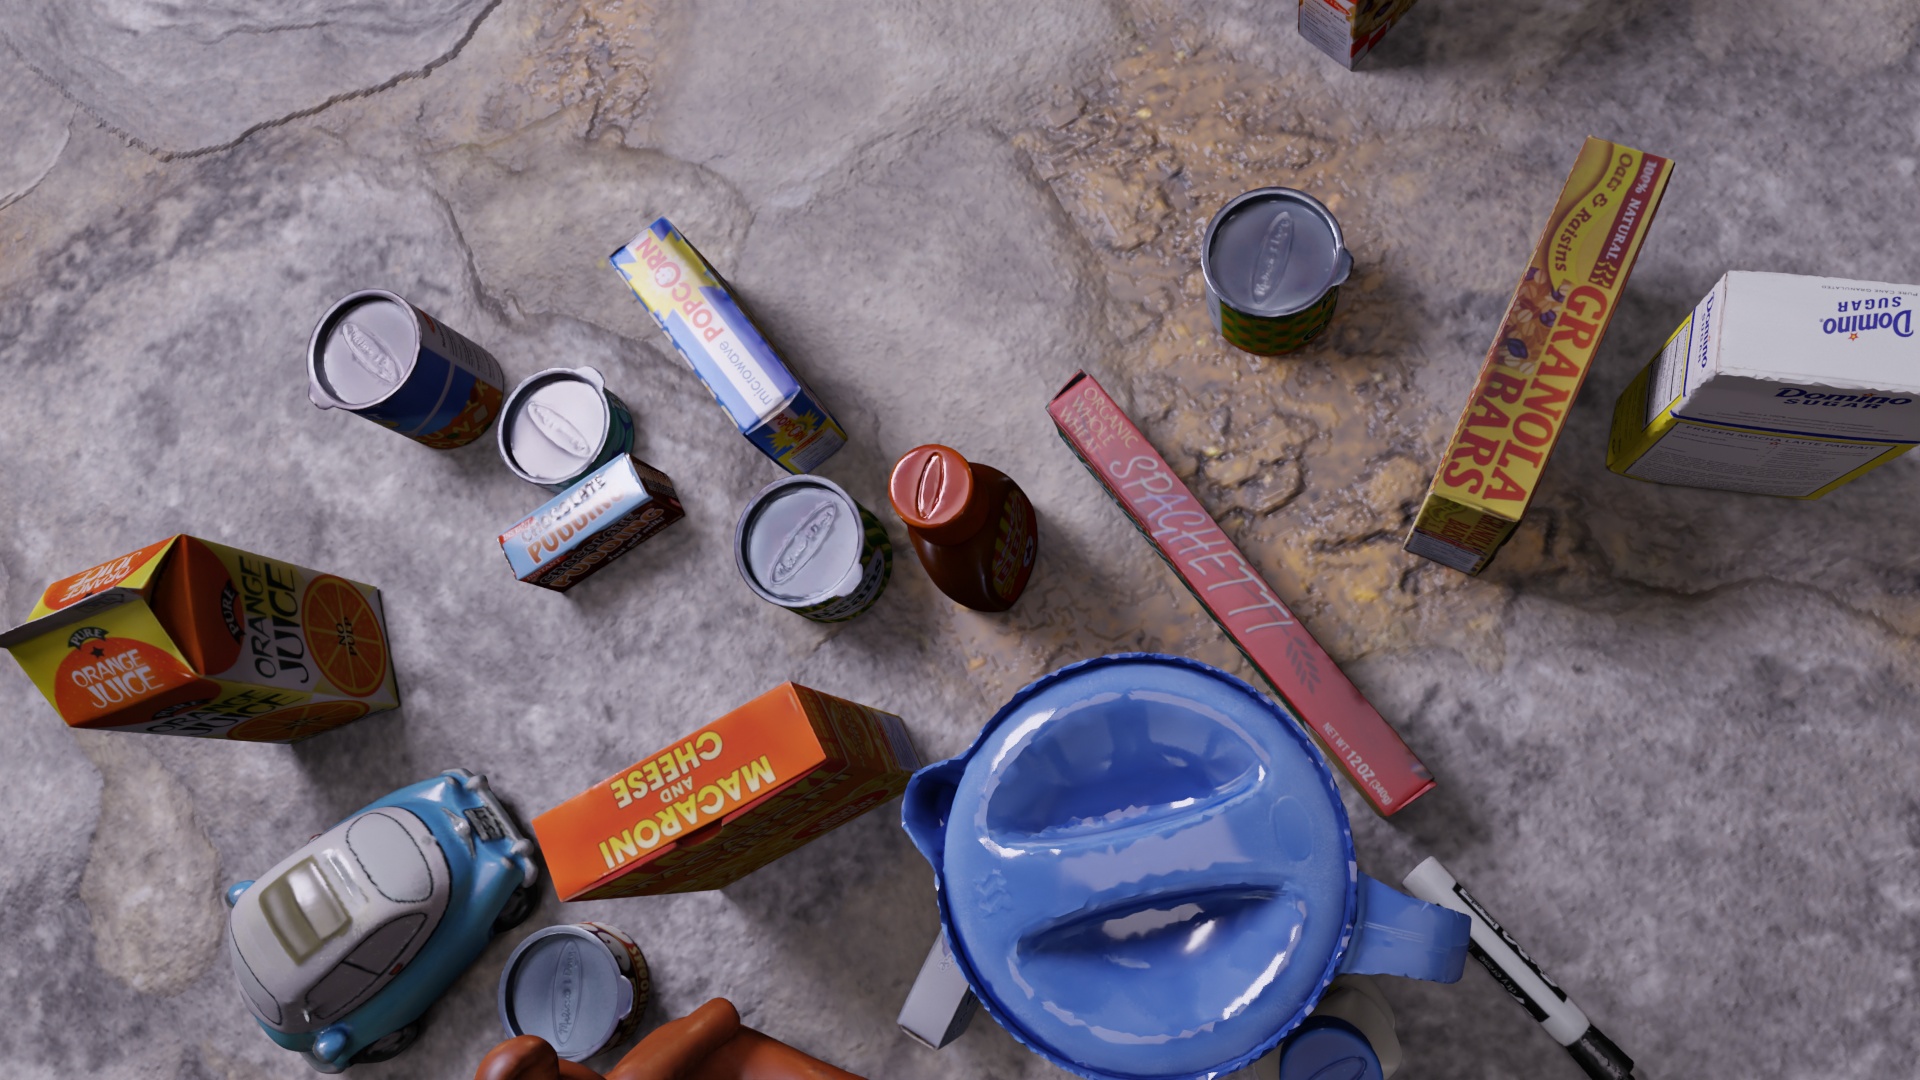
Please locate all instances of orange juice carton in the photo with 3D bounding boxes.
[{"bbox_3d":[-0.368,0.051,0.681,0.072,0.192,0.073,-19,75,8],"label":"orange juice carton"}]

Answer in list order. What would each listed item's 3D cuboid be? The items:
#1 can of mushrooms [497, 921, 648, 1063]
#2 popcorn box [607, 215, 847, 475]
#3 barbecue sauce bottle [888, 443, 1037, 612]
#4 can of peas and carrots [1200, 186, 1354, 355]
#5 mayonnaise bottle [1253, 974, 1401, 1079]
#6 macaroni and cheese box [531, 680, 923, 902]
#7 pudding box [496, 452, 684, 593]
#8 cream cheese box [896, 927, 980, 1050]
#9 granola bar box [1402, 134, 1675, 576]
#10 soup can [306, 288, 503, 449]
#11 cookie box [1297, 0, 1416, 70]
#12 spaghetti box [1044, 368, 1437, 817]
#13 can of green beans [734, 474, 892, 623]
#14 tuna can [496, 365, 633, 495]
[{"bbox_3d":[-0.189,0.224,0.688,0.071,0.033,0.071,-2,77,12],"label":"can of mushrooms"},{"bbox_3d":[-0.118,-0.098,0.716,0.038,0.085,0.127,-40,73,2],"label":"popcorn box"},{"bbox_3d":[0.002,-0.008,0.638,0.044,0.148,0.065,10,81,14],"label":"barbecue sauce bottle"},{"bbox_3d":[0.155,-0.130,0.679,0.071,0.058,0.071,-3,78,12],"label":"can of peas and carrots"},{"bbox_3d":[0.147,0.205,0.560,0.065,0.148,0.041,-33,74,4],"label":"mayonnaise bottle"},{"bbox_3d":[-0.093,0.116,0.622,0.123,0.166,0.040,-29,74,5],"label":"macaroni and cheese box"},{"bbox_3d":[-0.194,-0.009,0.731,0.083,0.049,0.030,-32,74,4],"label":"pudding box"},{"bbox_3d":[0.009,0.180,0.644,0.024,0.053,0.104,26,84,16],"label":"cream cheese box"},{"bbox_3d":[0.251,-0.074,0.612,0.039,0.124,0.165,24,84,16],"label":"granola bar box"},{"bbox_3d":[-0.301,-0.089,0.754,0.071,0.083,0.071,-3,78,12],"label":"soup can"},{"bbox_3d":[0.215,-0.316,0.650,0.040,0.167,0.123,44,90,17],"label":"cookie box"},{"bbox_3d":[0.127,0.023,0.656,0.028,0.050,0.250,-39,73,2],"label":"spaghetti box"},{"bbox_3d":[-0.072,0.006,0.698,0.071,0.057,0.071,-3,78,12],"label":"can of green beans"},{"bbox_3d":[-0.213,-0.060,0.756,0.071,0.033,0.071,-2,77,12],"label":"tuna can"}]
